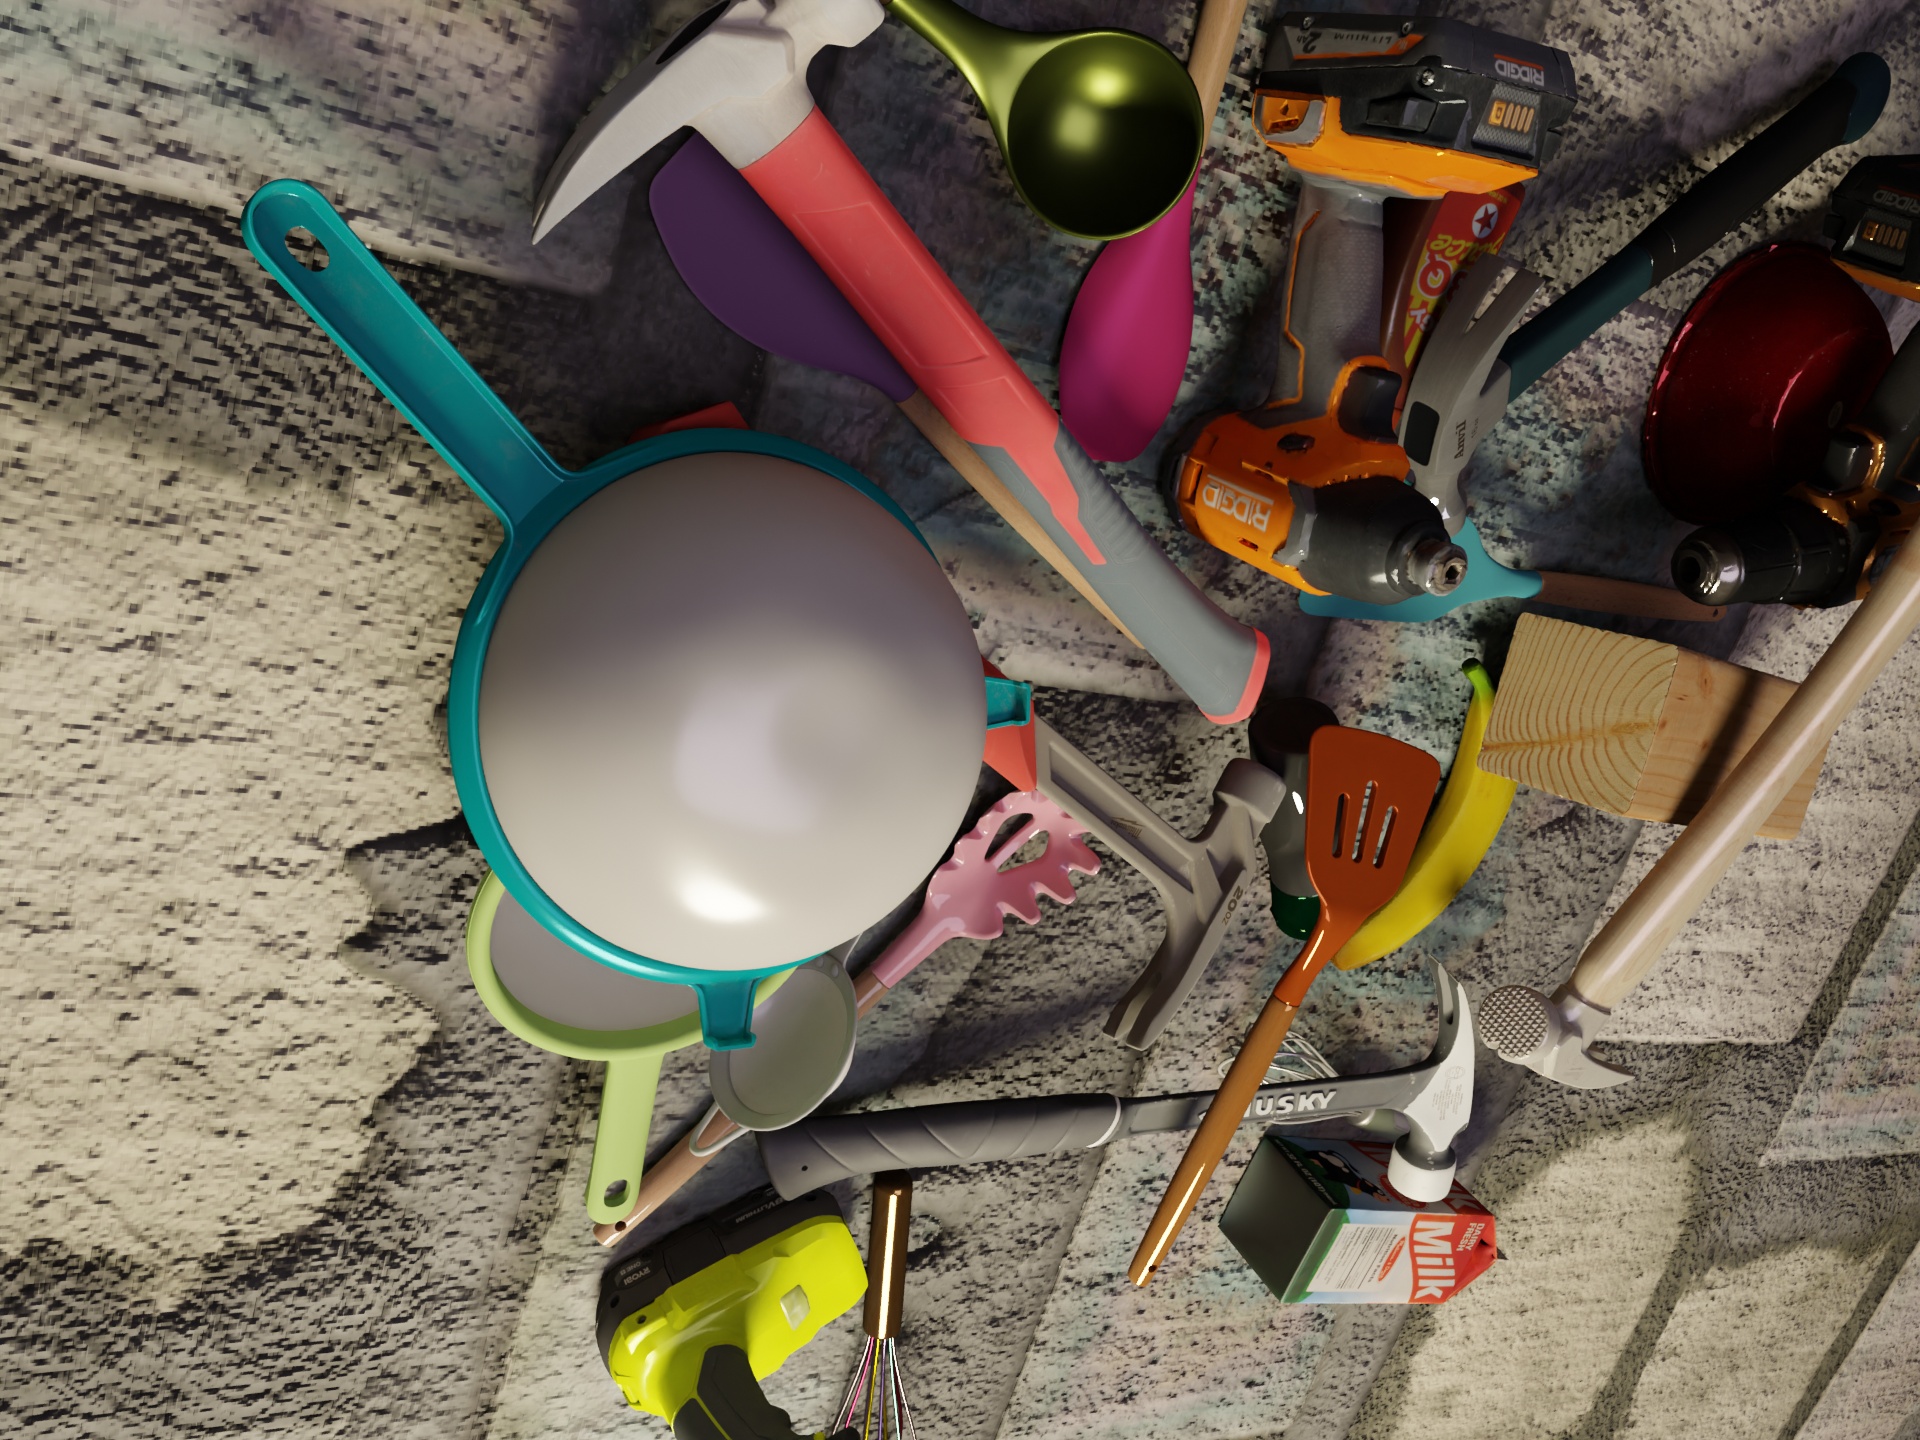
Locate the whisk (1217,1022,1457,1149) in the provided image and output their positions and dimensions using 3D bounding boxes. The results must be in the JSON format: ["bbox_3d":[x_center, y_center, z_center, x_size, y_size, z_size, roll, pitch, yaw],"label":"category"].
[{"bbox_3d":[0.239,0.233,0.971,0.059,0.058,0.246,-23,144,37],"label":"whisk"}]

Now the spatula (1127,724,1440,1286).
[{"bbox_3d":[0.152,0.156,0.811,0.081,0.041,0.322,14,111,-24],"label":"spatula"}]

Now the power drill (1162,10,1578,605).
[{"bbox_3d":[0.169,-0.162,0.654,0.084,0.164,0.226,0,113,-29],"label":"power drill"}]

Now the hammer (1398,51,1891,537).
[{"bbox_3d":[0.334,-0.224,0.768,0.331,0.033,0.128,-38,144,-15],"label":"hammer"}]

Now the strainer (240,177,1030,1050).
[{"bbox_3d":[-0.102,-0.044,0.540,0.211,0.095,0.340,-49,118,-17],"label":"strainer"}]

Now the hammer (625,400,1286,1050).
[{"bbox_3d":[-0.001,-0.002,0.684,0.358,0.037,0.149,39,75,-28],"label":"hammer"}]

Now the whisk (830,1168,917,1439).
[{"bbox_3d":[-0.045,0.352,0.886,0.047,0.051,0.245,-17,120,-45],"label":"whisk"}]

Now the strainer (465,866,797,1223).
[{"bbox_3d":[-0.145,0.108,0.688,0.151,0.069,0.256,-4,125,-28],"label":"strainer"}]

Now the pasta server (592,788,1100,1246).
[{"bbox_3d":[-0.058,0.145,0.767,0.316,0.040,0.060,-43,102,-1],"label":"pasta server"}]

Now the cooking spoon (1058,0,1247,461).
[{"bbox_3d":[0.099,-0.260,0.654,0.068,0.017,0.318,0,115,-32],"label":"cooking spoon"}]

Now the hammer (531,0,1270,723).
[{"bbox_3d":[0.008,-0.110,0.645,0.143,0.038,0.385,-35,128,14],"label":"hammer"}]

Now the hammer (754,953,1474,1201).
[{"bbox_3d":[0.094,0.207,0.843,0.408,0.036,0.149,-1,112,-17],"label":"hammer"}]

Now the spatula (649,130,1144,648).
[{"bbox_3d":[-0.008,-0.121,0.668,0.060,0.018,0.315,-46,126,6],"label":"spatula"}]

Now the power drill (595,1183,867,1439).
[{"bbox_3d":[-0.071,0.328,0.738,0.171,0.223,0.080,-25,124,-15],"label":"power drill"}]

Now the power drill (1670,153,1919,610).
[{"bbox_3d":[0.455,-0.159,0.795,0.185,0.084,0.226,-10,124,-22],"label":"power drill"}]

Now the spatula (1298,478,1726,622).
[{"bbox_3d":[0.319,-0.077,0.868,0.317,0.044,0.082,3,112,-35],"label":"spatula"}]

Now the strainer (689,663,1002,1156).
[{"bbox_3d":[-0.043,0.089,0.730,0.050,0.087,0.258,30,88,-44],"label":"strainer"}]

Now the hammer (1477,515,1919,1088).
[{"bbox_3d":[0.421,0.016,0.806,0.146,0.038,0.410,23,104,-46],"label":"hammer"}]

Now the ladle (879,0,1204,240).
[{"bbox_3d":[-0.040,-0.269,0.552,0.320,0.062,0.078,24,106,-33],"label":"ladle"}]
